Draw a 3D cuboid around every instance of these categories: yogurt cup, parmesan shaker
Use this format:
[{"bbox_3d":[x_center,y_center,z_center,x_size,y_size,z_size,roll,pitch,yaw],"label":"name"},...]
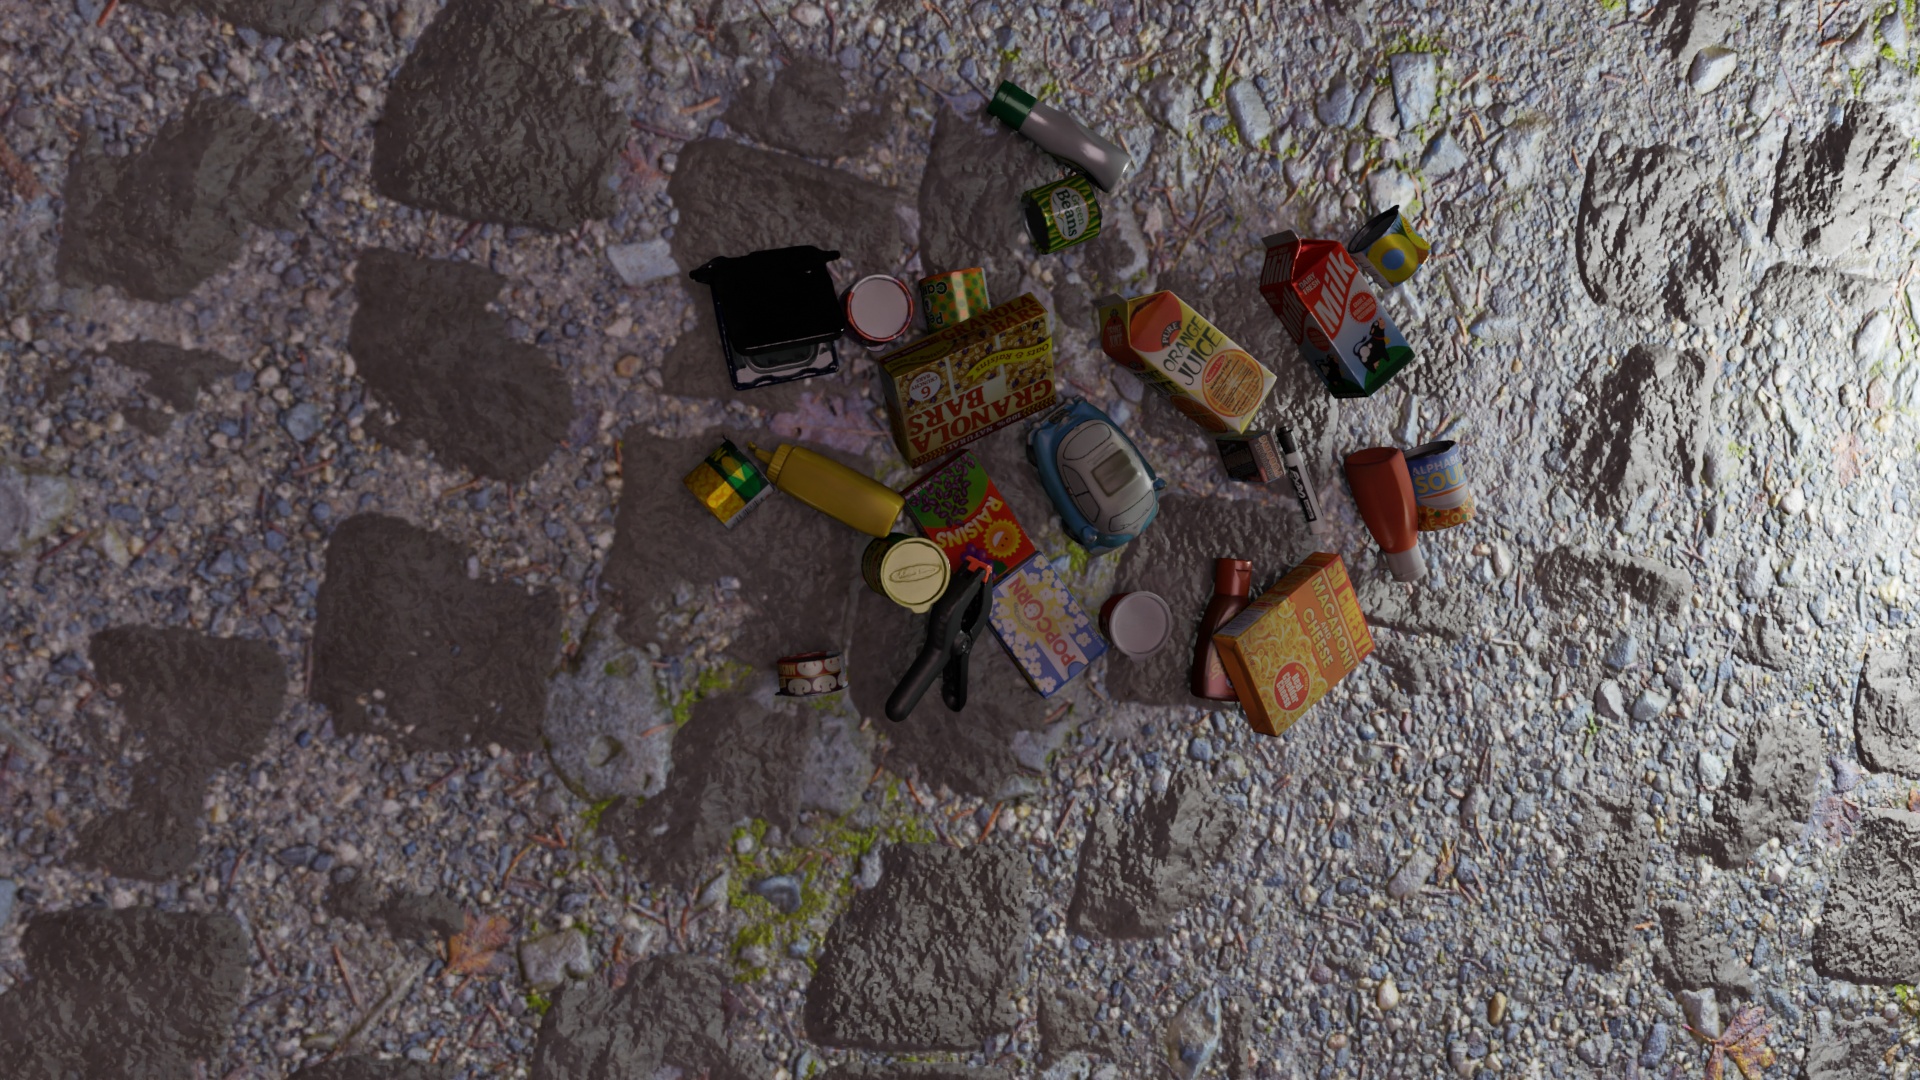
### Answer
[{"bbox_3d":[0.176,0.084,1.424,0.072,0.054,0.072,-1,93,-16],"label":"yogurt cup"},{"bbox_3d":[-0.054,0.030,1.332,0.071,0.103,0.071,-1,93,-15],"label":"parmesan shaker"}]

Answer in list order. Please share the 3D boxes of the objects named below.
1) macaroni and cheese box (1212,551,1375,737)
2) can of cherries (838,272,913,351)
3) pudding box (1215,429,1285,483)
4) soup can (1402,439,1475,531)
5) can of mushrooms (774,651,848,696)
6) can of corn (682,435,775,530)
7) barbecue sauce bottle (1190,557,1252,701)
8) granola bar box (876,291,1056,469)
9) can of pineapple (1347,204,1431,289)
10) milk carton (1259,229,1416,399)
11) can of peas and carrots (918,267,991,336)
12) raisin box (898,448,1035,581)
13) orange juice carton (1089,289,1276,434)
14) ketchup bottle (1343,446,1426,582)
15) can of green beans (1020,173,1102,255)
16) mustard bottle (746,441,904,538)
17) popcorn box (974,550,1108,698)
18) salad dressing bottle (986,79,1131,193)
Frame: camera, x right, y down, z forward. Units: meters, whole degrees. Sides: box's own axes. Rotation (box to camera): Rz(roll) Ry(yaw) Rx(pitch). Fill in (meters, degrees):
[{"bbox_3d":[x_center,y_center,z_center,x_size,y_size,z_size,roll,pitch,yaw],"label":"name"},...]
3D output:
[{"bbox_3d":[0.351,0.106,1.454,0.167,0.040,0.123,-35,111,-26],"label":"macaroni and cheese box"},{"bbox_3d":[-0.081,-0.219,1.334,0.071,0.058,0.071,-1,93,-15],"label":"can of cherries"},{"bbox_3d":[0.300,-0.087,1.434,0.030,0.084,0.049,-23,100,-10],"label":"pudding box"},{"bbox_3d":[0.514,-0.059,1.501,0.071,0.071,0.083,-21,99,-13],"label":"soup can"},{"bbox_3d":[-0.144,0.128,1.331,0.071,0.071,0.033,-7,95,-15],"label":"can of mushrooms"},{"bbox_3d":[-0.219,-0.054,1.301,0.058,0.071,0.071,-43,103,-9],"label":"can of corn"},{"bbox_3d":[0.280,0.093,1.458,0.065,0.043,0.148,6,91,-21],"label":"barbecue sauce bottle"},{"bbox_3d":[0.010,-0.152,1.337,0.166,0.039,0.123,-25,141,-13],"label":"granola bar box"},{"bbox_3d":[0.456,-0.310,1.473,0.058,0.071,0.071,42,82,-15],"label":"can of pineapple"},{"bbox_3d":[0.383,-0.244,1.454,0.073,0.072,0.190,-40,102,-9],"label":"milk carton"},{"bbox_3d":[-0.006,-0.230,1.350,0.071,0.071,0.058,-12,96,-14],"label":"can of peas and carrots"},{"bbox_3d":[0.005,-0.017,1.379,0.086,0.040,0.123,-36,100,-11],"label":"raisin box"},{"bbox_3d":[0.218,-0.191,1.412,0.192,0.072,0.073,35,84,-15],"label":"orange juice carton"},{"bbox_3d":[0.463,-0.027,1.495,0.044,0.064,0.148,-36,112,-34],"label":"ketchup bottle"},{"bbox_3d":[0.099,-0.322,1.374,0.058,0.071,0.071,-22,99,-13],"label":"can of green beans"},{"bbox_3d":[-0.133,-0.055,1.326,0.160,0.065,0.048,26,100,2],"label":"mustard bottle"},{"bbox_3d":[0.078,0.083,1.405,0.085,0.038,0.126,-38,102,-12],"label":"popcorn box"},{"bbox_3d":[0.097,-0.401,1.375,0.147,0.064,0.044,31,104,-7],"label":"salad dressing bottle"}]
